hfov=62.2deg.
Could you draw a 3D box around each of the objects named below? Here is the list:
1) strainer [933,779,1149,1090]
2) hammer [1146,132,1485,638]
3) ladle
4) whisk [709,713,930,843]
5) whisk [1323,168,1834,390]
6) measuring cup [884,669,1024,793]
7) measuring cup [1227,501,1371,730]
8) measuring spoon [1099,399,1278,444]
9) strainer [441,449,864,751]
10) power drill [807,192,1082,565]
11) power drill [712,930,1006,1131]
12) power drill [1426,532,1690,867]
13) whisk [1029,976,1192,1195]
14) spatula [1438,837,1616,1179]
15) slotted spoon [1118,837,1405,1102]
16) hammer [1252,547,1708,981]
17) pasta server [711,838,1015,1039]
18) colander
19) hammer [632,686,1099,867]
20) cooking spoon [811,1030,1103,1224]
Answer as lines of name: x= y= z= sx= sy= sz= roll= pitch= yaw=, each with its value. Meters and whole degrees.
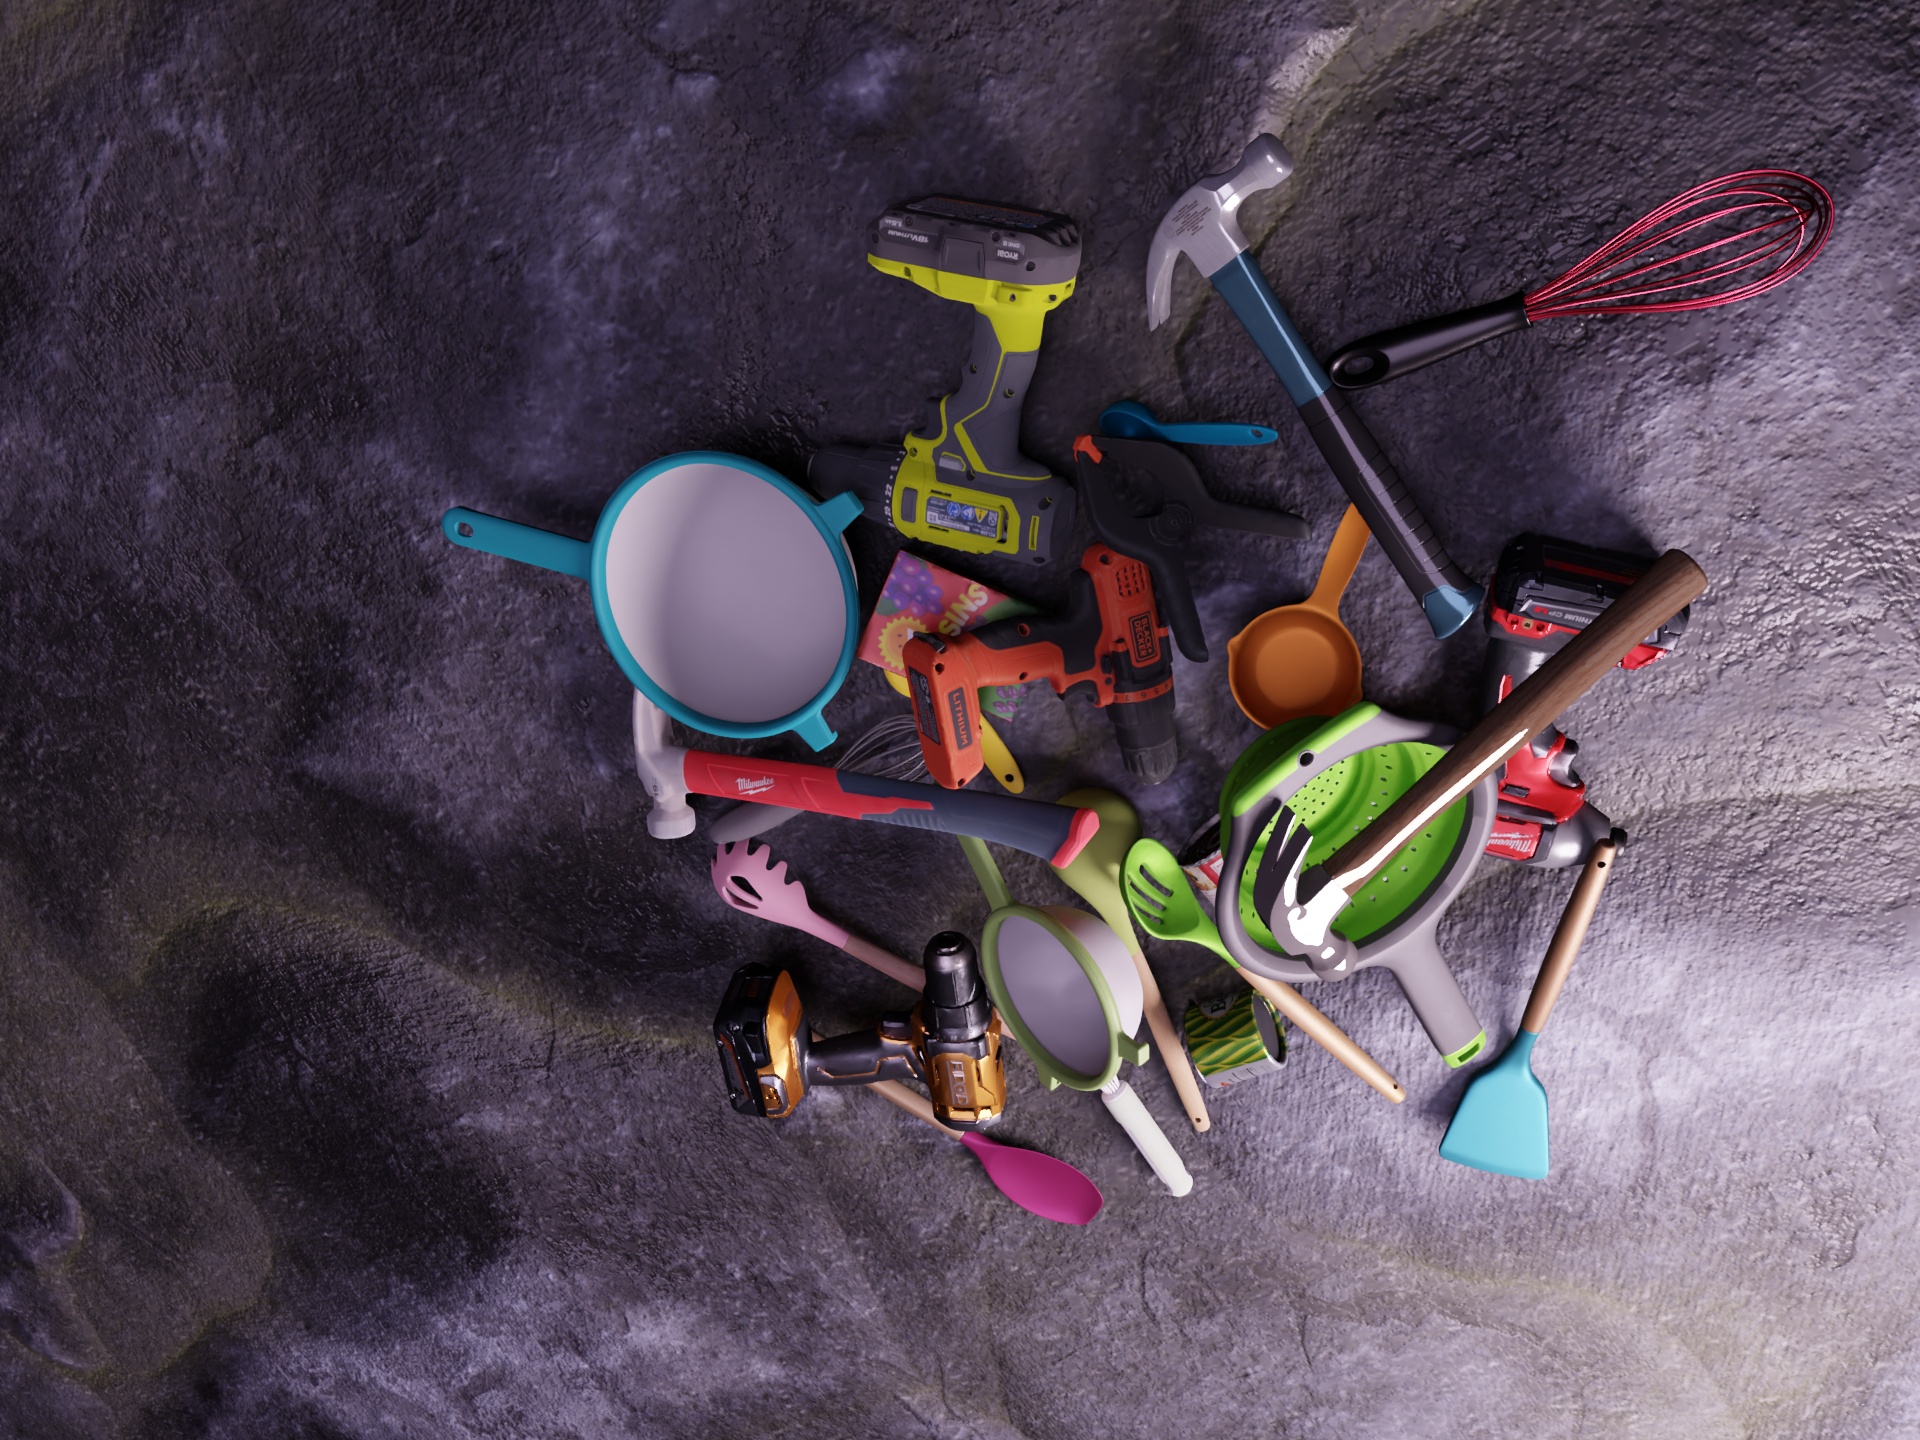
strainer: x=0.062 y=0.148 z=1.191 sx=0.256 sy=0.069 sz=0.151 roll=63 pitch=149 yaw=7
hammer: x=0.234 y=-0.195 z=1.011 sx=0.128 sy=0.033 sz=0.331 roll=-29 pitch=101 yaw=39
ladle: x=0.142 y=0.193 z=1.243 sx=0.078 sy=0.062 sz=0.320 roll=-15 pitch=116 yaw=19
whisk: x=-0.109 y=0.053 z=1.246 sx=0.239 sy=0.055 sz=0.055 roll=-24 pitch=105 yaw=29
whisk: x=0.360 y=-0.255 z=0.956 sx=0.296 sy=0.073 sz=0.073 roll=-15 pitch=109 yaw=29
measuring cup: x=-0.002 y=-0.004 z=1.194 sx=0.062 sy=0.029 sz=0.156 roll=-32 pitch=99 yaw=27
measuring cup: x=0.245 y=-0.073 z=1.084 sx=0.095 sy=0.052 sz=0.173 roll=23 pitch=94 yaw=11
measuring spoon: x=0.151 y=-0.196 z=1.044 sx=0.129 sy=0.021 sz=0.042 roll=9 pitch=155 yaw=35
strainer: x=-0.215 y=-0.117 z=1.176 sx=0.340 sy=0.095 sz=0.211 roll=16 pitch=115 yaw=16
power drill: x=-0.011 y=-0.227 z=1.068 sx=0.190 sy=0.080 sz=0.228 roll=16 pitch=120 yaw=18
power drill: x=-0.079 y=0.245 z=1.280 sx=0.226 sy=0.084 sz=0.185 roll=0 pitch=123 yaw=11
power drill: x=0.393 y=-0.001 z=1.053 sx=0.143 sy=0.079 sz=0.219 roll=15 pitch=121 yaw=11
whisk: x=0.120 y=0.295 z=1.290 sx=0.059 sy=0.058 sz=0.246 roll=-35 pitch=107 yaw=-3
spatula: x=0.419 y=0.210 z=1.140 sx=0.082 sy=0.044 sz=0.317 roll=11 pitch=129 yaw=10
slotted spoon: x=0.227 y=0.197 z=1.195 sx=0.313 sy=0.070 sz=0.031 roll=40 pitch=141 yaw=-16
hammer: x=0.310 y=0.019 z=0.955 sx=0.331 sy=0.031 sz=0.129 roll=-43 pitch=130 yaw=7
pasta server: x=-0.068 y=0.190 z=1.309 sx=0.316 sy=0.040 sz=0.060 roll=28 pitch=119 yaw=-2
colander: x=0.274 y=0.113 z=1.086 sx=0.204 sy=0.095 sz=0.396 roll=-36 pitch=130 yaw=1
hammer: x=-0.081 y=0.040 z=1.179 sx=0.386 sy=0.038 sz=0.143 roll=7 pitch=109 yaw=28
cooking spoon: x=-0.020 y=0.341 z=1.367 sx=0.319 sy=0.017 sz=0.068 roll=31 pitch=121 yaw=1
